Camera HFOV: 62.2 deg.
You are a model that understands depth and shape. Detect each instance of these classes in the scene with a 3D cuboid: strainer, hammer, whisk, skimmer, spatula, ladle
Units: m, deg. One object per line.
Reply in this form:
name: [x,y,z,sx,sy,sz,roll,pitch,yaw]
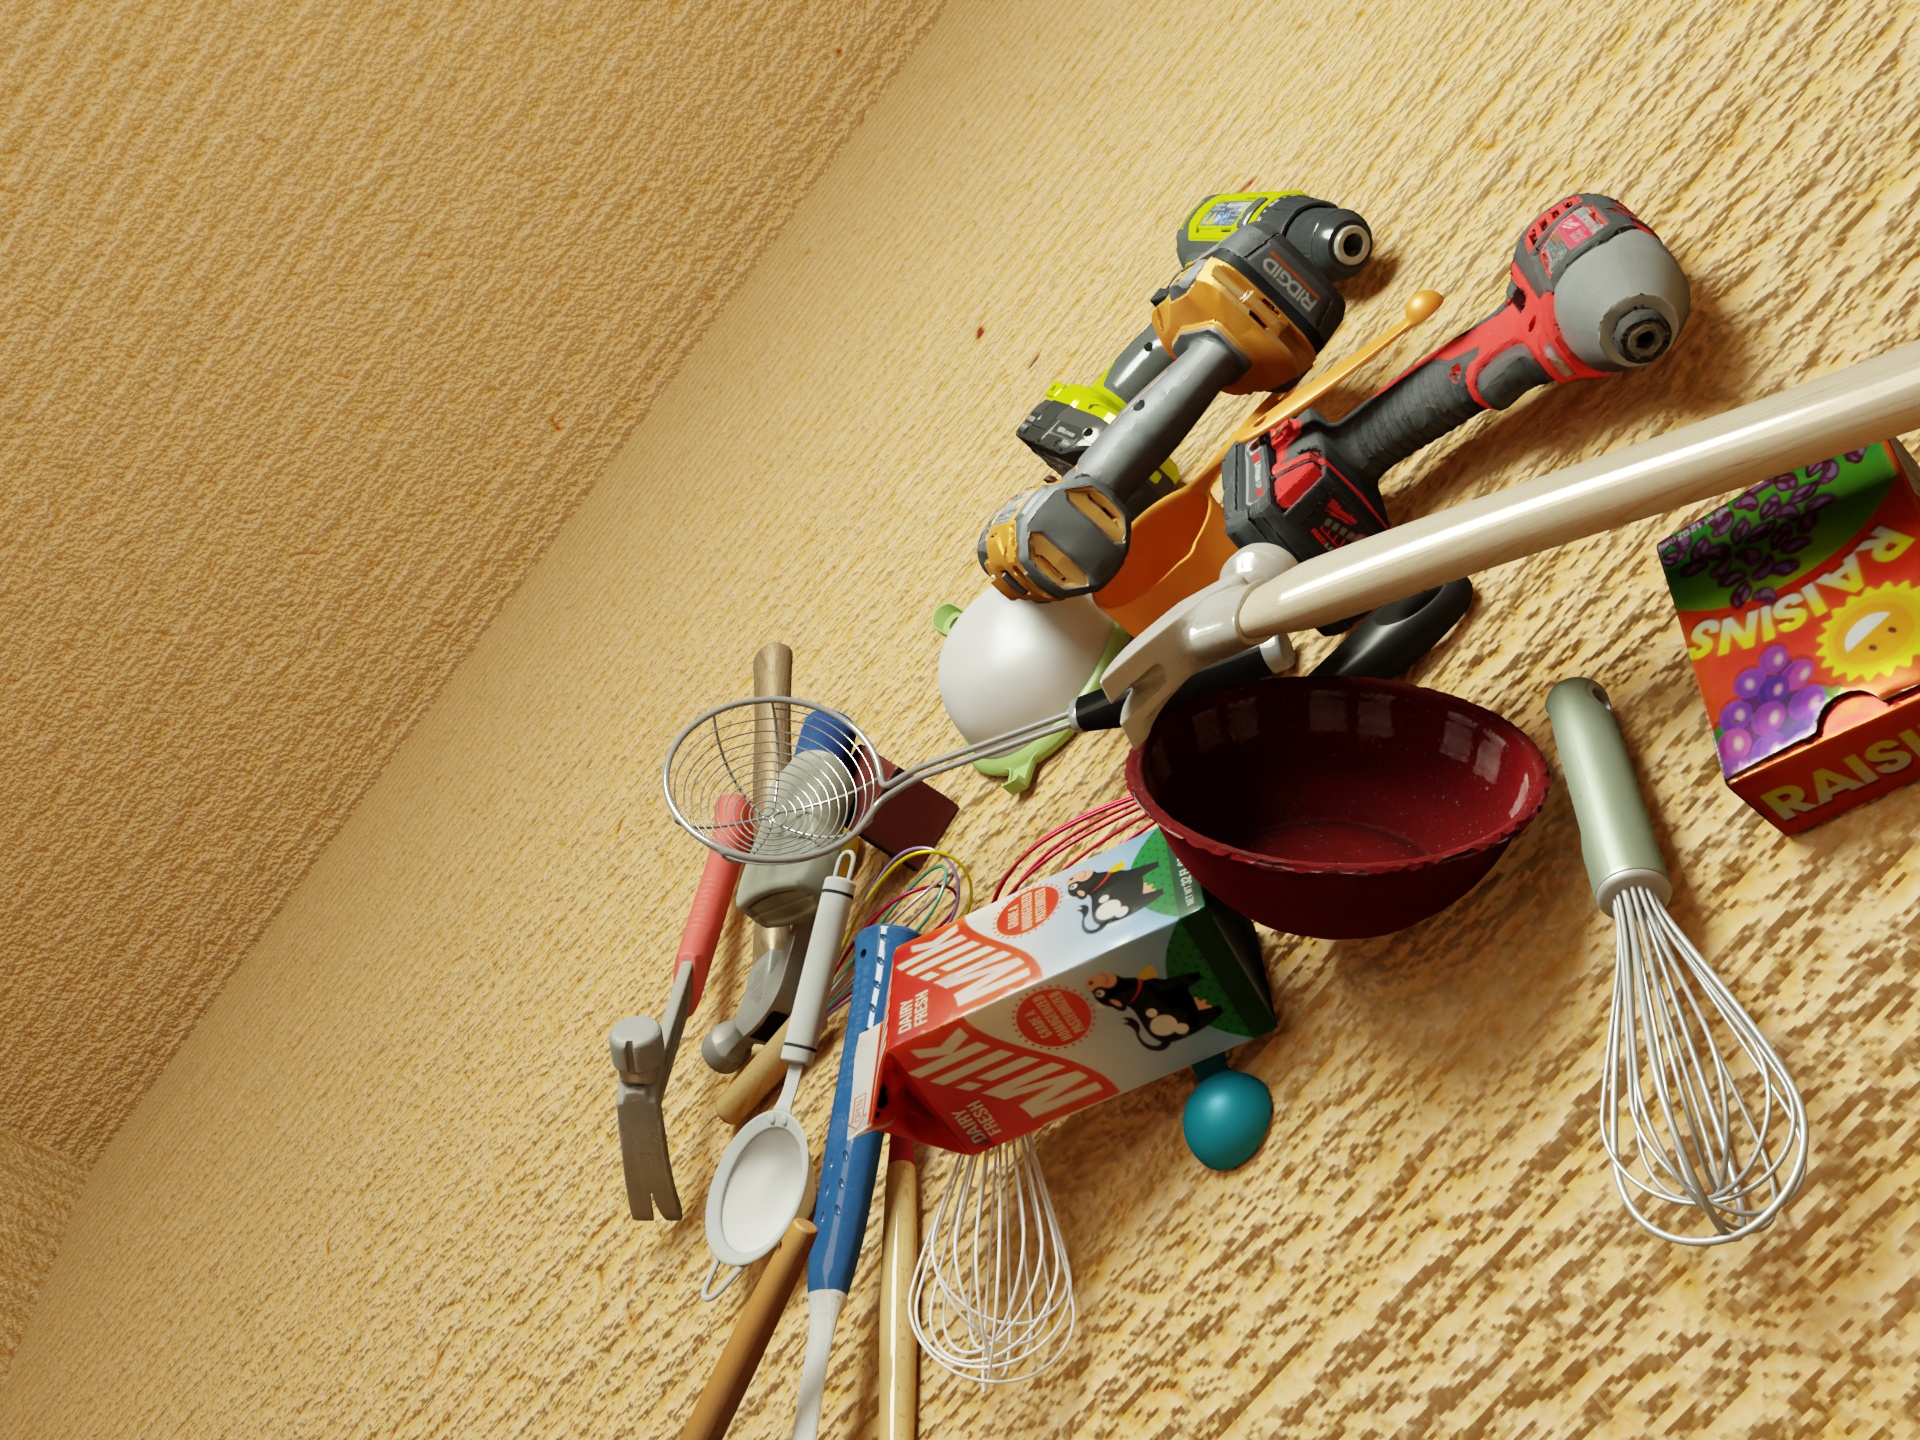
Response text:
strainer: [0.015,-0.058,1.038,0.151,0.069,0.256,-55,26,0]
hammer: [-0.183,0.169,1.110,0.359,0.036,0.149,-85,-5,-61]
hammer: [-0.060,0.279,0.743,0.144,0.035,0.406,-36,35,45]
whisk: [0.226,0.065,0.530,0.059,0.057,0.247,-38,25,31]
whisk: [0.122,0.030,0.755,0.296,0.073,0.073,-42,27,14]
strainer: [-0.091,0.197,0.898,0.087,0.050,0.258,-6,65,49]
skimmer: [-0.001,-0.003,0.872,0.363,0.090,0.127,-19,38,29]
spatula: [-0.132,0.374,0.724,0.322,0.041,0.081,-64,15,3]
hammer: [0.232,-0.079,0.554,0.410,0.038,0.146,-19,13,43]
whisk: [0.017,0.183,0.752,0.070,0.070,0.285,-42,23,27]
hammer: [-0.129,0.071,1.102,0.130,0.031,0.332,-44,36,35]
whisk: [-0.073,0.167,0.956,0.245,0.047,0.051,-50,32,24]
ladle: [-0.030,0.244,0.793,0.069,0.031,0.316,-45,28,30]

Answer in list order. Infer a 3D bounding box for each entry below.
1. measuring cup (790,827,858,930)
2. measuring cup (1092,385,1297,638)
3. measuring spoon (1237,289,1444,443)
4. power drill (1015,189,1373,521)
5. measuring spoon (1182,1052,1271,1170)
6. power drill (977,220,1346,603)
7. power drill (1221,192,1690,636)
measuring cup: [-0.096,0.133,1.067,0.062,0.029,0.157,-31,45,46]
measuring cup: [0.149,-0.113,0.892,0.173,0.052,0.095,-50,22,-6]
measuring spoon: [0.179,-0.170,0.765,0.117,0.011,0.021,-34,20,27]
power drill: [0.151,-0.241,1.016,0.228,0.080,0.191,-51,24,3]
measuring spoon: [0.100,0.139,0.691,0.042,0.021,0.129,-47,27,18]
power drill: [0.095,-0.158,0.895,0.226,0.084,0.185,-50,10,-4]
power drill: [0.230,-0.145,0.737,0.219,0.078,0.143,-39,19,26]
